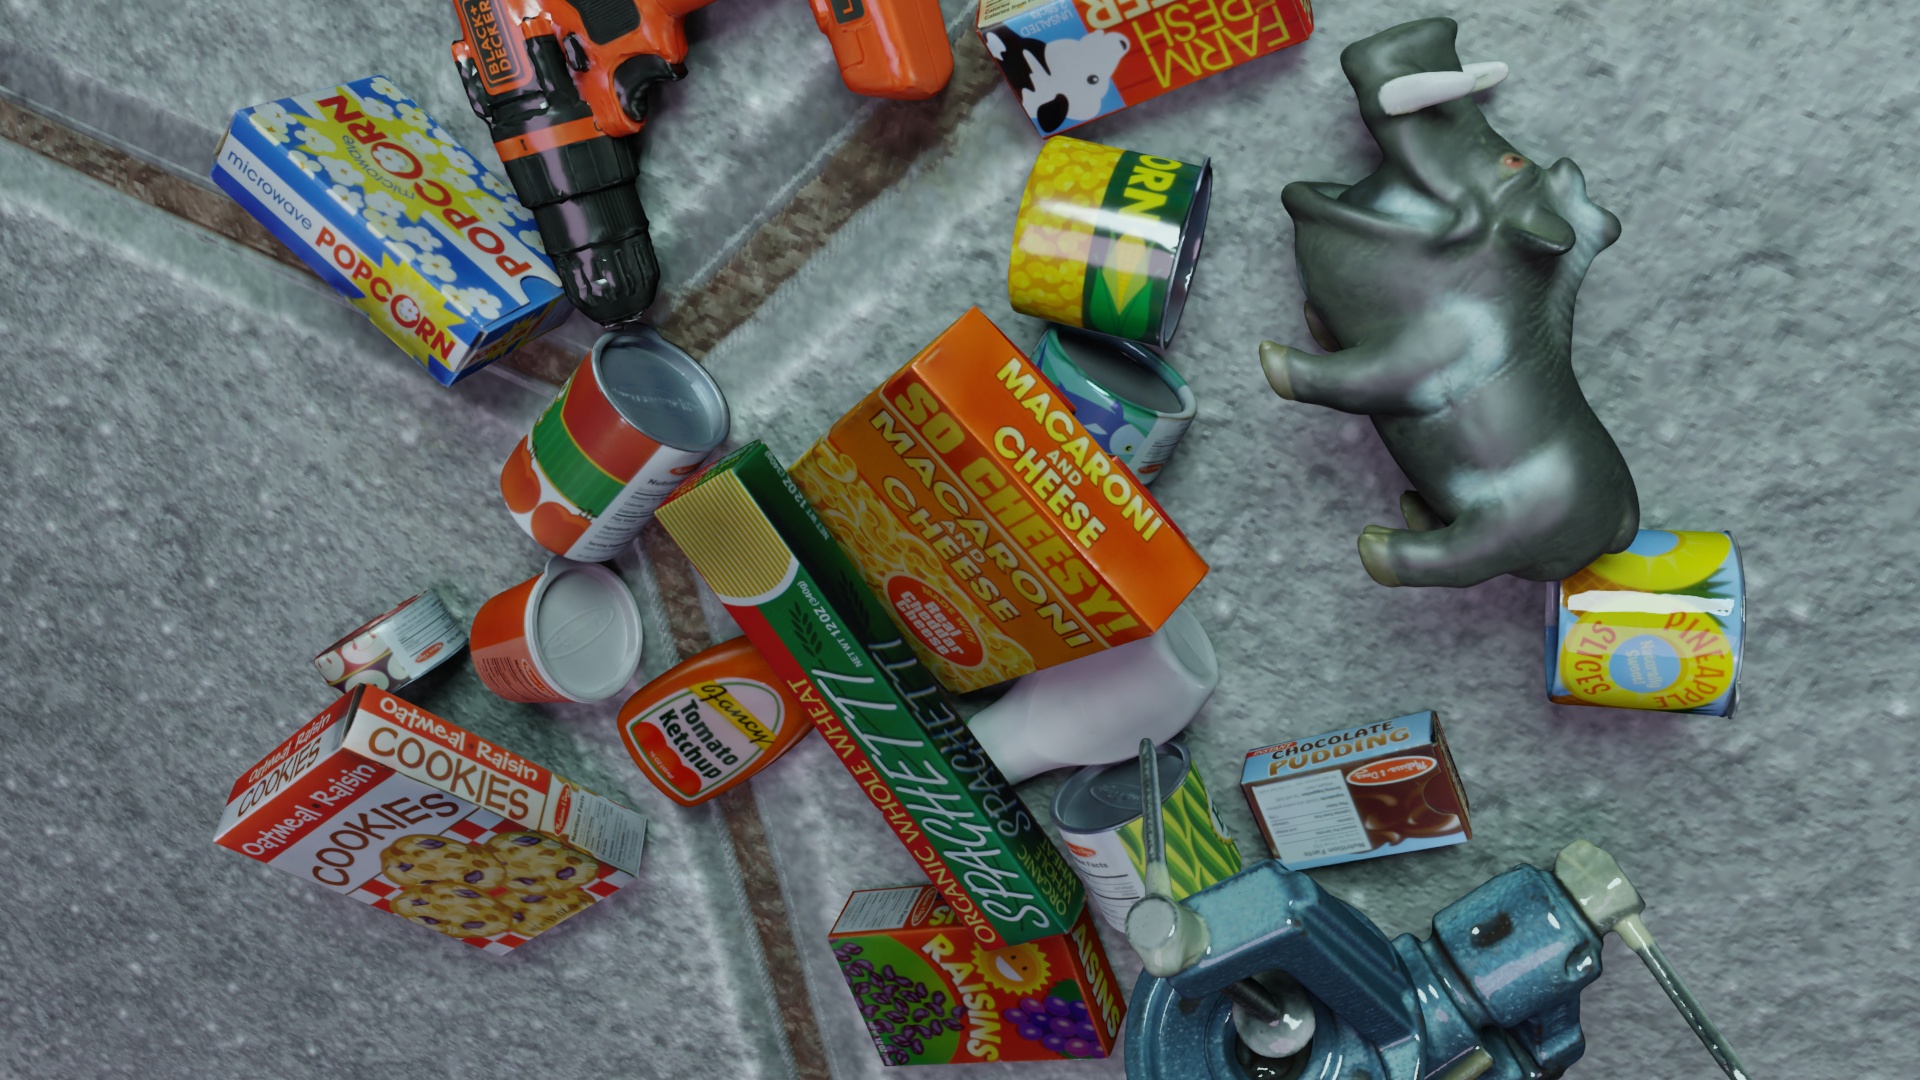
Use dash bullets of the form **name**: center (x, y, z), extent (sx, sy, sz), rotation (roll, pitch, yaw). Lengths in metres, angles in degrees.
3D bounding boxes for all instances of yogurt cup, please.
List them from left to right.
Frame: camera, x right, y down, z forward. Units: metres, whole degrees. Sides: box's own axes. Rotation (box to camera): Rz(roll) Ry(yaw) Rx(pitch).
- **yogurt cup**: center (-0.194, 0.047, 0.659), extent (0.054, 0.073, 0.072), rotation (-14, 110, 33)

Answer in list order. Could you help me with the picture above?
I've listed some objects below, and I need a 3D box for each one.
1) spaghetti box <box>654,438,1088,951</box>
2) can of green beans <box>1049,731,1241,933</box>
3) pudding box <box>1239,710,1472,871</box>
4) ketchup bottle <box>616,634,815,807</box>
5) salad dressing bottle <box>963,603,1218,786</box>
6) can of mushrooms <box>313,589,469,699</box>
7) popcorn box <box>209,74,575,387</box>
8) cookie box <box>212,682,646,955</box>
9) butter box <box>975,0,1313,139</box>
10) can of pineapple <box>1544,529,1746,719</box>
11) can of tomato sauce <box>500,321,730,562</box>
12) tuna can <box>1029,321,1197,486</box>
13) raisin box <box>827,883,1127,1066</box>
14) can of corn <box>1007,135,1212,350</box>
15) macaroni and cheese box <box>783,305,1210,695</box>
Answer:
- **spaghetti box**: center (-0.033, 0.072, 0.584), extent (0.050, 0.029, 0.249), rotation (-25, 107, 35)
- **can of green beans**: center (0.080, 0.127, 0.601), extent (0.071, 0.071, 0.057), rotation (-20, 108, 26)
- **pudding box**: center (0.166, 0.107, 0.583), extent (0.083, 0.030, 0.049), rotation (-18, 106, 25)
- **ketchup bottle**: center (-0.090, 0.070, 0.646), extent (0.148, 0.044, 0.064), rotation (-31, 101, 28)
- **salad dressing bottle**: center (0.041, 0.076, 0.605), extent (0.147, 0.044, 0.064), rotation (-34, 102, 30)
- **can of mushrooms**: center (-0.285, 0.056, 0.692), extent (0.071, 0.071, 0.033), rotation (-24, 105, 27)
- **popcorn box**: center (-0.226, -0.130, 0.573), extent (0.126, 0.085, 0.038), rotation (42, 121, -4)
- **cookie box**: center (-0.265, 0.146, 0.704), extent (0.122, 0.040, 0.167), rotation (-33, 128, 29)
- **butter box**: center (0.062, -0.179, 0.474), extent (0.103, 0.024, 0.053), rotation (-14, 142, 24)
- **can of pineapple**: center (0.243, 0.029, 0.497), extent (0.058, 0.071, 0.070), rotation (2, 115, 19)
- **can of tomato sauce**: center (-0.151, -0.042, 0.601), extent (0.071, 0.071, 0.082), rotation (45, 121, -5)
- **tuna can**: center (0.052, -0.055, 0.526), extent (0.071, 0.071, 0.032), rotation (32, 120, 2)
- **raisin box**: center (0.008, 0.212, 0.682), extent (0.123, 0.040, 0.086), rotation (-12, 109, 25)
- **can of corn**: center (0.054, -0.109, 0.498), extent (0.058, 0.071, 0.070), rotation (16, 118, 12)
- **macaroni and cheese box**: center (0.002, -0.007, 0.533), extent (0.123, 0.040, 0.166), rotation (48, 153, -7)
